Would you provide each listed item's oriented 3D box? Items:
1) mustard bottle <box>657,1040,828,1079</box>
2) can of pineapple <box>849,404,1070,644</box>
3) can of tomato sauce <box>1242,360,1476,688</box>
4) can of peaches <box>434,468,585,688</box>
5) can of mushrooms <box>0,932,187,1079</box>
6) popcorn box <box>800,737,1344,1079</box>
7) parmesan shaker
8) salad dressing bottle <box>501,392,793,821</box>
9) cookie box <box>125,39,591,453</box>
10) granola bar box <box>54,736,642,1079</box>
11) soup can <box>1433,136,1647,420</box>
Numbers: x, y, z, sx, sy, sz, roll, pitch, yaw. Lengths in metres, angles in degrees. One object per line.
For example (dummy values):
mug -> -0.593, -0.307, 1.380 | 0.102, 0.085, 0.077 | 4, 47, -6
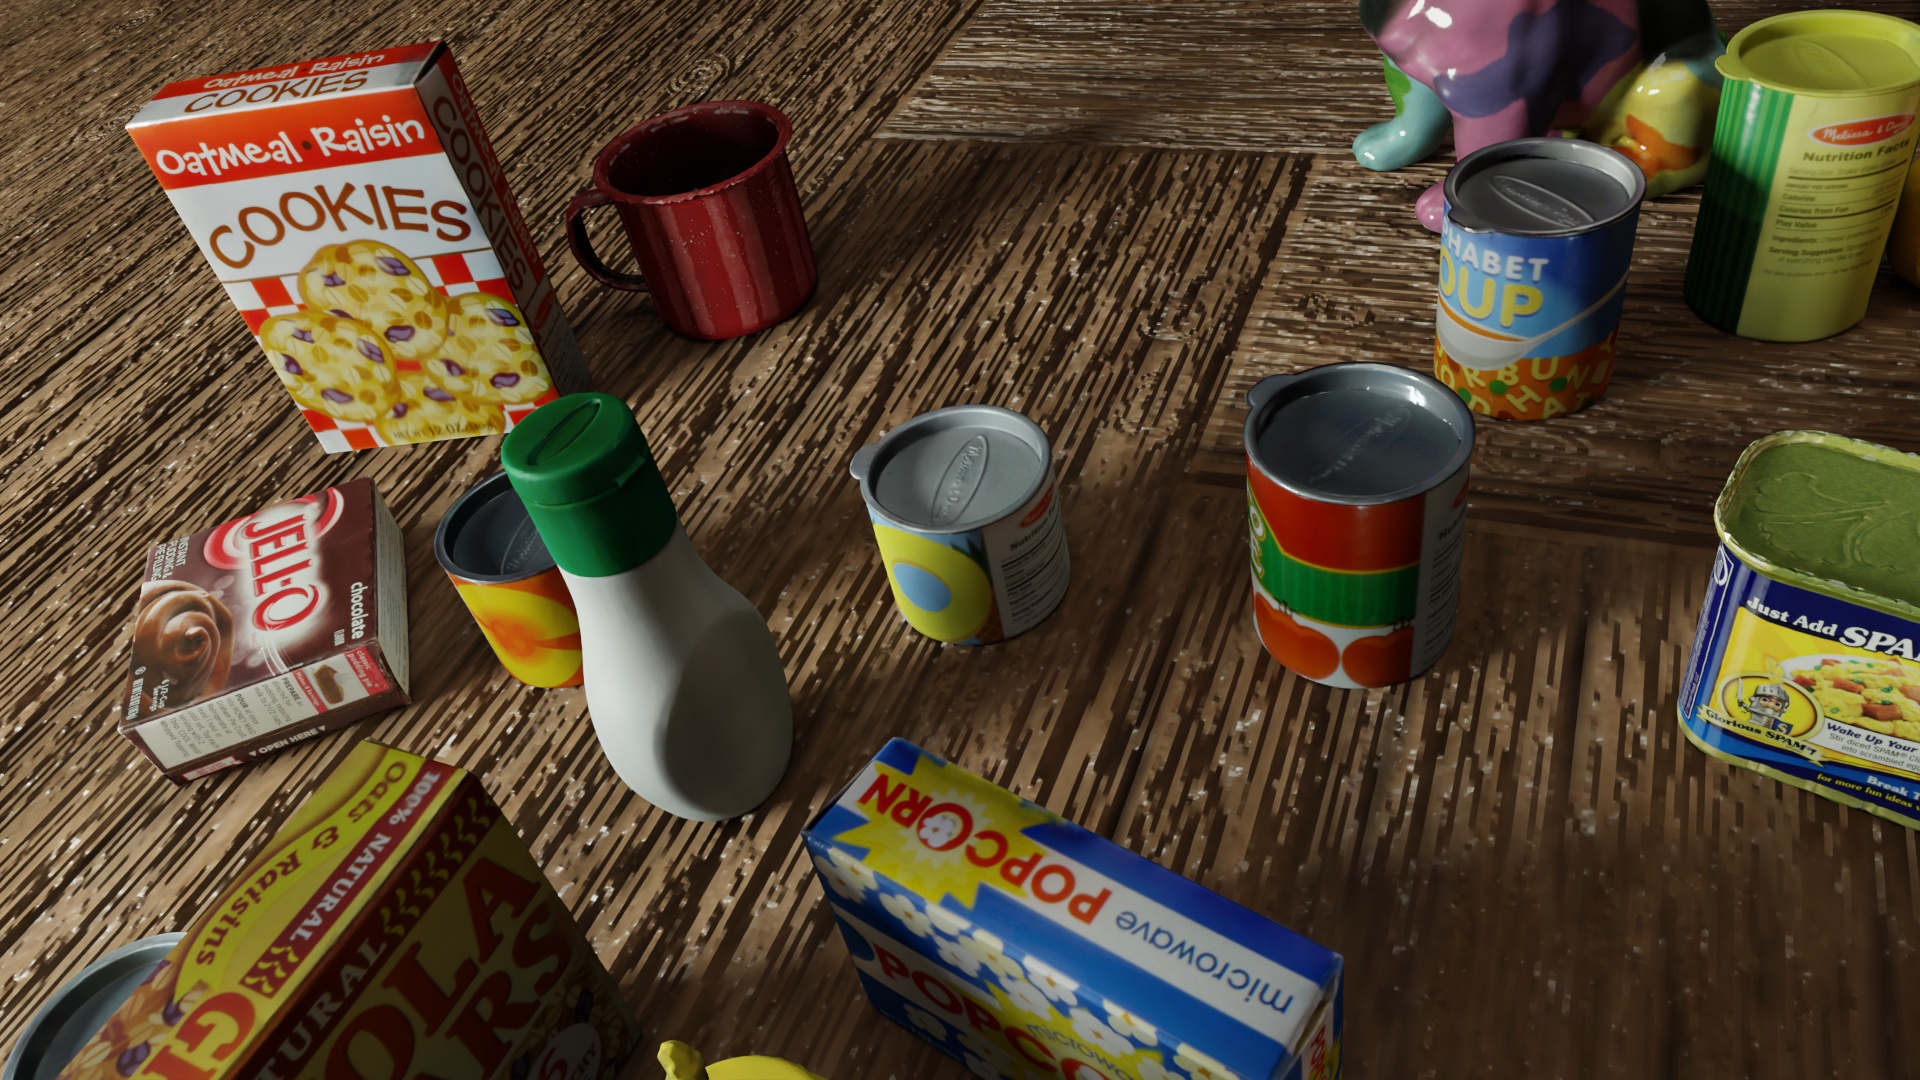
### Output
mustard bottle -> -0.030, 0.140, 0.263 | 0.049, 0.159, 0.065 | 20, 51, 31
can of pineapple -> 0.002, -0.006, 0.490 | 0.071, 0.057, 0.071 | -7, 42, 7
can of tomato sauce -> 0.123, -0.004, 0.439 | 0.071, 0.082, 0.071 | -7, 42, 7
can of peaches -> -0.146, 0.012, 0.507 | 0.071, 0.057, 0.071 | -7, 42, 7
can of mushrooms -> -0.229, 0.150, 0.396 | 0.071, 0.033, 0.071 | -7, 42, 7
popcorn box -> 0.028, 0.109, 0.339 | 0.127, 0.084, 0.038 | 21, 52, 32
parmesan shaker -> 0.310, -0.134, 0.518 | 0.071, 0.102, 0.072 | -7, 42, 7
salad dressing bottle -> -0.091, 0.024, 0.414 | 0.044, 0.147, 0.064 | 14, 49, 27
cookie box -> -0.247, -0.118, 0.591 | 0.123, 0.166, 0.040 | -5, 43, 9
granola bar box -> -0.149, 0.147, 0.312 | 0.039, 0.123, 0.166 | 11, 47, 24
soup can -> 0.209, -0.095, 0.515 | 0.071, 0.083, 0.072 | -7, 42, 7
